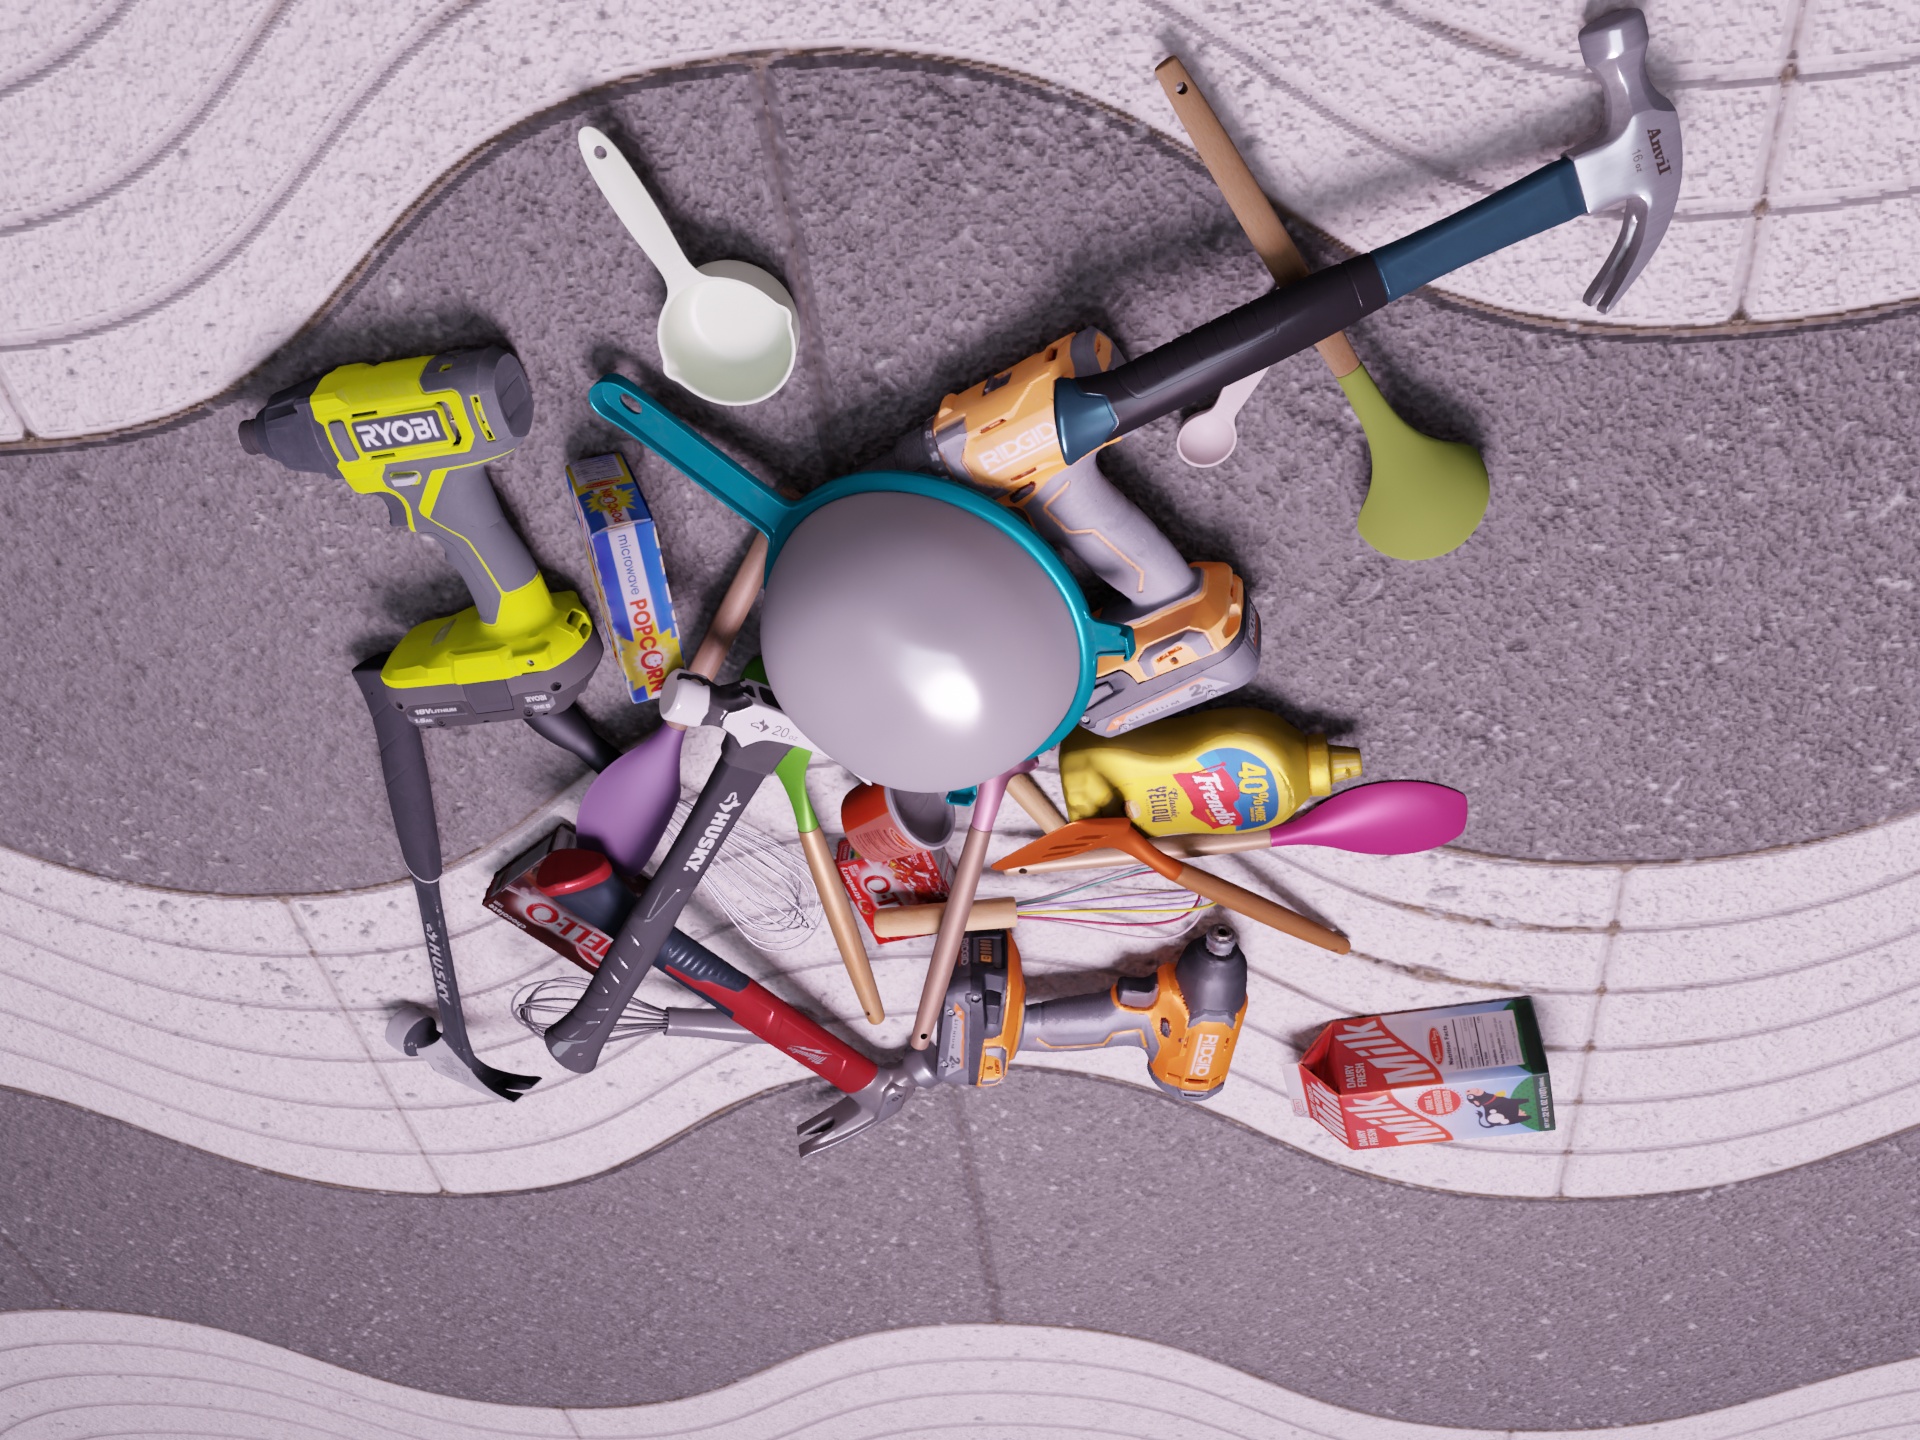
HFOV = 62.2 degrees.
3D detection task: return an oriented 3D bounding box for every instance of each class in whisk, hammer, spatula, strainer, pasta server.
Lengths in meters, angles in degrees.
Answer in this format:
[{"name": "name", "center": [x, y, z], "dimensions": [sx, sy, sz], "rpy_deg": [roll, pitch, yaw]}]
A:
[{"name": "whisk", "center": [-0.204, 0.065, 1.110], "dimensions": [0.070, 0.070, 0.284], "rpy_deg": [-35, 114, 30]}, {"name": "hammer", "center": [-0.389, 0.124, 1.167], "dimensions": [0.149, 0.036, 0.408], "rpy_deg": [22, 130, 24]}, {"name": "hammer", "center": [0.195, -0.216, 0.795], "dimensions": [0.331, 0.033, 0.128], "rpy_deg": [-24, 113, 10]}, {"name": "spatula", "center": [0.161, 0.117, 1.072], "dimensions": [0.322, 0.041, 0.081], "rpy_deg": [25, 139, -34]}, {"name": "whisk", "center": [-0.226, 0.230, 1.231], "dimensions": [0.238, 0.055, 0.055], "rpy_deg": [8, 132, -22]}, {"name": "hammer", "center": [-0.177, 0.213, 1.181], "dimensions": [0.143, 0.038, 0.385], "rpy_deg": [-34, 130, 15]}, {"name": "strainer", "center": [-0.084, -0.068, 0.903], "dimensions": [0.340, 0.095, 0.211], "rpy_deg": [37, 134, -9]}, {"name": "whisk", "center": [0.061, 0.133, 1.122], "dimensions": [0.245, 0.047, 0.051], "rpy_deg": [-4, 127, -1]}, {"name": "pasta server", "center": [0.008, 0.098, 1.068], "dimensions": [0.060, 0.040, 0.316], "rpy_deg": [10, 115, -12]}, {"name": "spatula", "center": [-0.176, -0.018, 1.026], "dimensions": [0.059, 0.018, 0.315], "rpy_deg": [24, 118, -15]}, {"name": "hammer", "center": [-0.187, 0.114, 1.046], "dimensions": [0.146, 0.035, 0.334], "rpy_deg": [16, 120, -31]}]

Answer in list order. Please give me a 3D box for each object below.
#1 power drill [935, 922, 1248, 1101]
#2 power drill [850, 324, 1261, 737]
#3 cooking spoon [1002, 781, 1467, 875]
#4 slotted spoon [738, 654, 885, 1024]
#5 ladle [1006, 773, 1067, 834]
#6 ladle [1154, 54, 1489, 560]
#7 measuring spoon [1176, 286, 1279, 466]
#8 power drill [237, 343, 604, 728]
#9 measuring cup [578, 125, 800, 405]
[{"name": "power drill", "center": [0.099, 0.206, 1.178], "dimensions": [0.226, 0.084, 0.164], "rpy_deg": [4, 130, -3]}, {"name": "power drill", "center": [0.054, -0.098, 0.932], "dimensions": [0.185, 0.084, 0.226], "rpy_deg": [-22, 120, 26]}, {"name": "cooking spoon", "center": [0.187, 0.083, 1.095], "dimensions": [0.319, 0.017, 0.068], "rpy_deg": [-7, 129, 6]}, {"name": "slotted spoon", "center": [-0.097, 0.095, 1.104], "dimensions": [0.070, 0.031, 0.313], "rpy_deg": [13, 131, 39]}, {"name": "ladle", "center": [-0.002, -0.003, 1.048], "dimensions": [0.069, 0.031, 0.315], "rpy_deg": [-27, 124, 22]}, {"name": "ladle", "center": [0.190, -0.211, 0.845], "dimensions": [0.078, 0.062, 0.320], "rpy_deg": [-34, 115, 12]}, {"name": "measuring spoon", "center": [0.157, -0.196, 0.881], "dimensions": [0.034, 0.018, 0.124], "rpy_deg": [18, 123, -18]}, {"name": "power drill", "center": [-0.321, -0.109, 0.966], "dimensions": [0.171, 0.080, 0.223], "rpy_deg": [-6, 125, 10]}, {"name": "measuring cup", "center": [-0.148, -0.248, 0.854], "dimensions": [0.083, 0.038, 0.167], "rpy_deg": [-21, 122, 22]}]
